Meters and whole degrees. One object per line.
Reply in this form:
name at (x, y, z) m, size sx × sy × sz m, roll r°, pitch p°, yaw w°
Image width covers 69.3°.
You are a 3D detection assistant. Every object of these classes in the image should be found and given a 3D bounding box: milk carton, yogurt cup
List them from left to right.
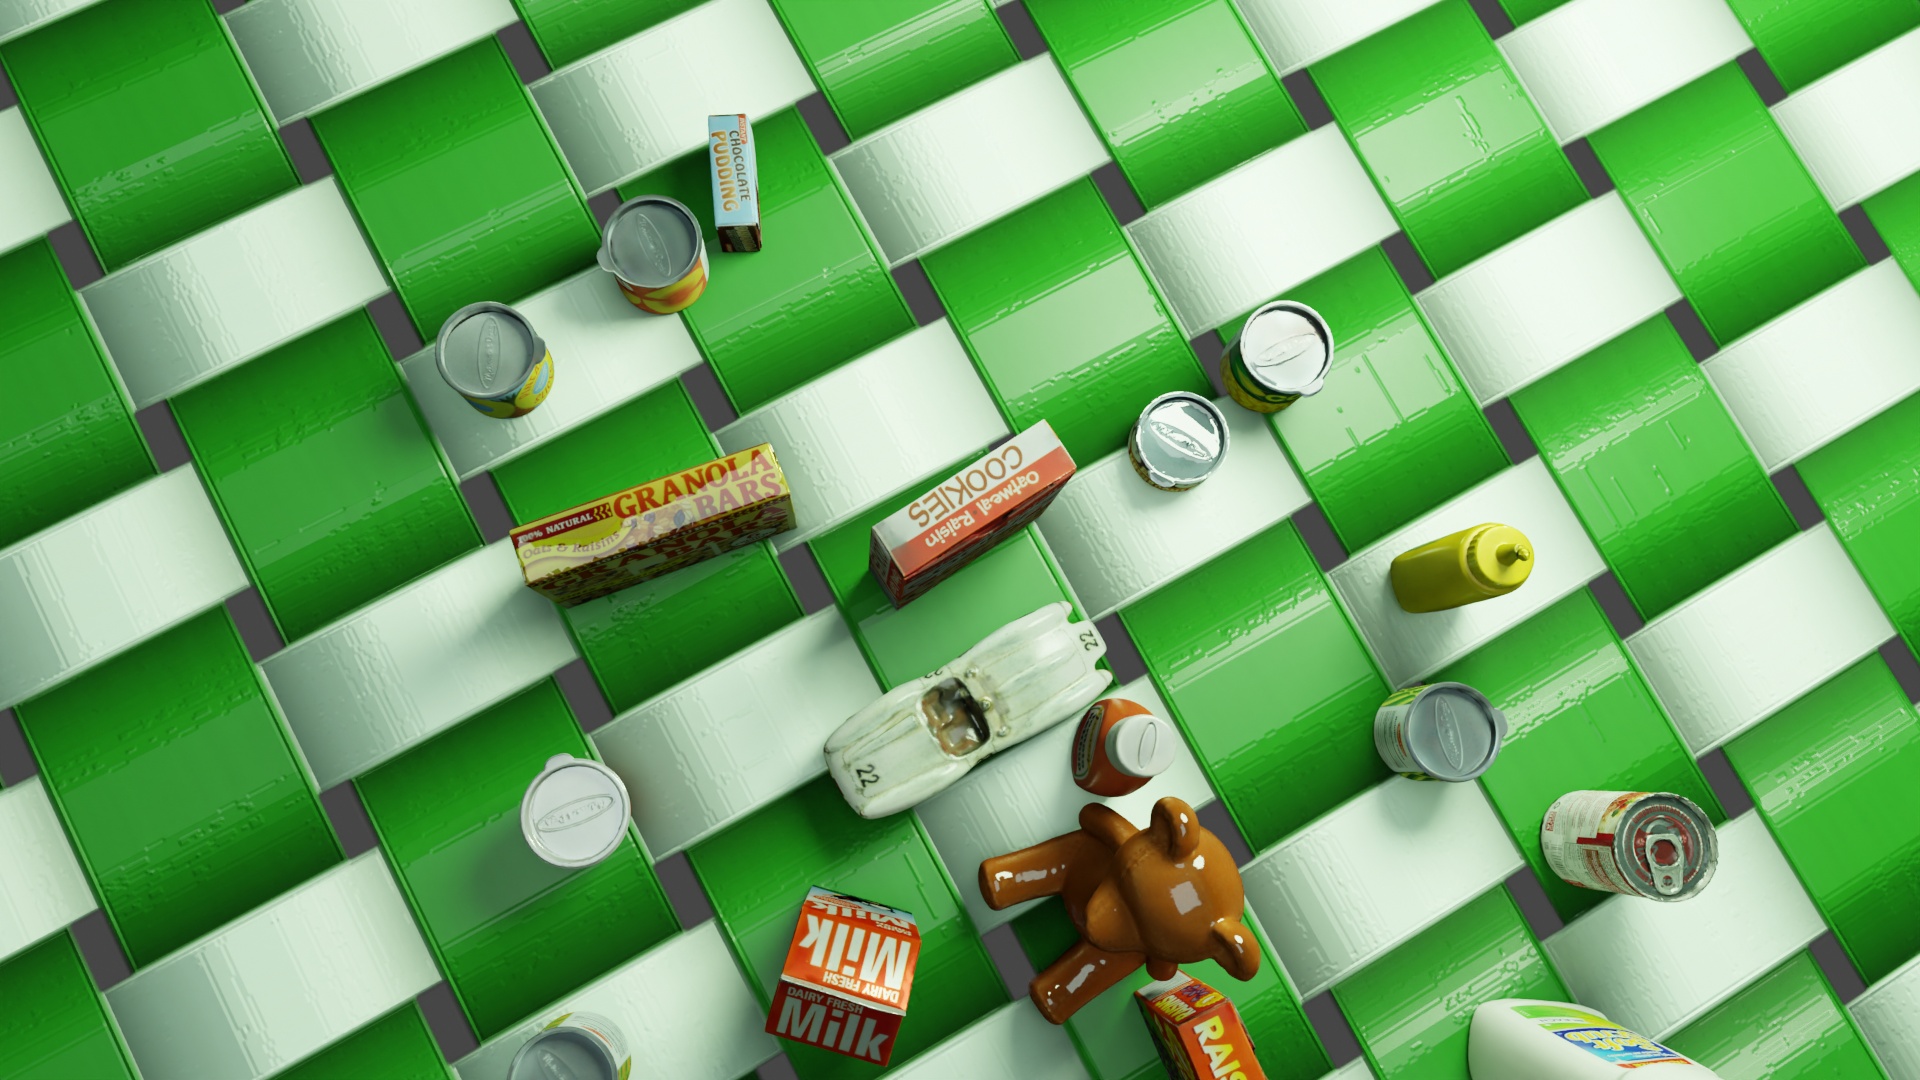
yogurt cup at (-0.242, 0.174, 0.890) m, size 0.072 × 0.054 × 0.072 m, roll 1°, pitch 80°, yaw -4°
milk carton at (-0.068, 0.255, 0.821) m, size 0.072 × 0.190 × 0.073 m, roll 16°, pitch 80°, yaw -2°

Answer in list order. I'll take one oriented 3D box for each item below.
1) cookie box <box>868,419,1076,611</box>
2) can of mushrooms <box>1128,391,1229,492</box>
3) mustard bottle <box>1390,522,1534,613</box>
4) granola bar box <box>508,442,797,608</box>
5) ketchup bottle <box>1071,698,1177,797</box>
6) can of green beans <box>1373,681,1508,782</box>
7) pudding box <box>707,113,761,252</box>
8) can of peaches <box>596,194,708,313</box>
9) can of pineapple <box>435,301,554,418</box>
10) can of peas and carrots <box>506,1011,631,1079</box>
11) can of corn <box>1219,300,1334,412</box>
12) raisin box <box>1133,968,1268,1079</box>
cookie box at (0.003, -0.011, 0.884) m, size 0.123 × 0.167 × 0.040 m, roll -33°, pitch 85°, yaw -9°
can of mushrooms at (0.151, -0.067, 0.974) m, size 0.071 × 0.033 × 0.071 m, roll 1°, pitch 80°, yaw -5°
mustard bottle at (0.336, 0.016, 0.911) m, size 0.065 × 0.160 × 0.049 m, roll -14°, pitch 82°, yaw -7°
granola bar box at (-0.191, -0.008, 0.890) m, size 0.166 × 0.124 × 0.039 m, roll -20°, pitch 83°, yaw -8°
ketchup bottle at (0.103, 0.131, 0.878) m, size 0.043 × 0.148 × 0.065 m, roll 15°, pitch 80°, yaw -2°
can of green beans at (0.322, 0.131, 0.942) m, size 0.071 × 0.057 × 0.071 m, roll 1°, pitch 80°, yaw -4°
pudding box at (-0.158, -0.250, 0.972) m, size 0.030 × 0.049 × 0.084 m, roll -5°, pitch 81°, yaw -5°
can of peaches at (-0.210, -0.195, 0.954) m, size 0.071 × 0.058 × 0.071 m, roll 1°, pitch 80°, yaw -4°
can of pineapple at (-0.310, -0.119, 0.933) m, size 0.071 × 0.057 × 0.071 m, roll 1°, pitch 80°, yaw -4°
can of peas and carrots at (-0.243, 0.332, 0.860) m, size 0.071 × 0.058 × 0.071 m, roll 1°, pitch 80°, yaw -4°
can of corn at (0.223, -0.126, 0.978) m, size 0.071 × 0.058 × 0.071 m, roll 1°, pitch 80°, yaw -4°
raisin box at (0.153, 0.322, 0.862) m, size 0.040 × 0.123 × 0.086 m, roll -22°, pitch 83°, yaw -8°
